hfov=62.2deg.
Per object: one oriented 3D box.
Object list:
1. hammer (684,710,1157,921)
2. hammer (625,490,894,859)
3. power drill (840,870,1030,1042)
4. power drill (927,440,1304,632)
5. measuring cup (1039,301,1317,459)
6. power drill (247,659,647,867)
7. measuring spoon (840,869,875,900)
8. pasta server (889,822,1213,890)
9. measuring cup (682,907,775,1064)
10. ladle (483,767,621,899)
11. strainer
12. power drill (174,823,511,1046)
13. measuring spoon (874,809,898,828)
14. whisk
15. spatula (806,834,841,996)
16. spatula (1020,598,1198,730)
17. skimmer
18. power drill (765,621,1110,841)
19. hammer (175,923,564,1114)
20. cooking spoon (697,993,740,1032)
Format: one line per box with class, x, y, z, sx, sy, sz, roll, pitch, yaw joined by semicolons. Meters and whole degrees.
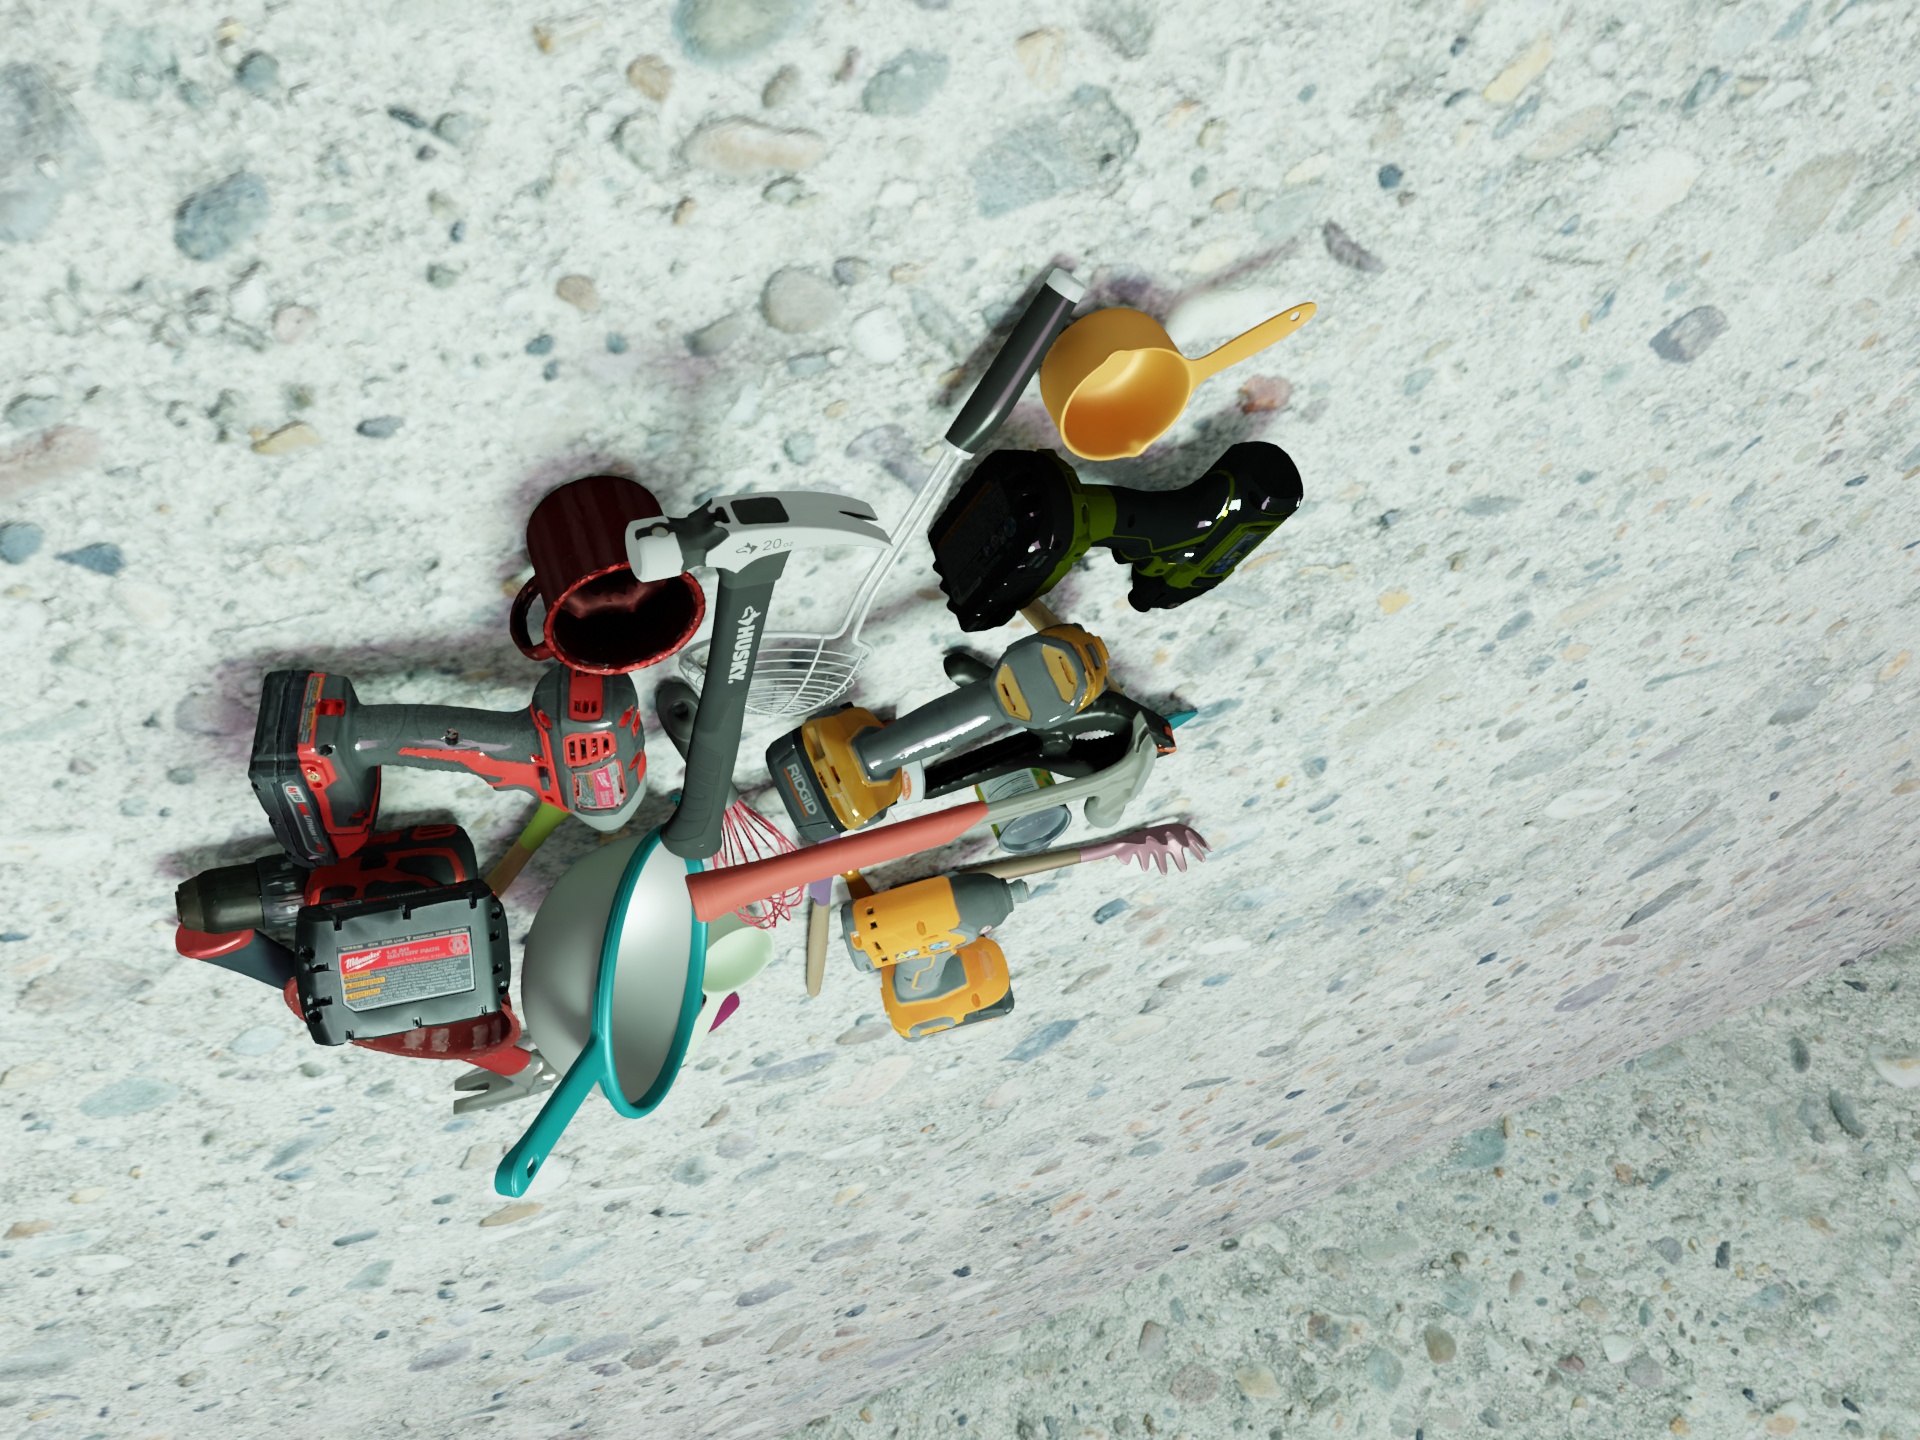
hammer;-0.027;0.081;1.192;0.359;0.037;0.149;-15;155;-14
hammer;-0.139;-0.014;0.964;0.146;0.035;0.334;-14;149;-25
power drill;-0.010;0.208;1.441;0.164;0.084;0.226;-16;149;-1
power drill;0.100;-0.119;1.074;0.223;0.080;0.171;-6;156;-32
measuring cup;0.129;-0.227;0.971;0.173;0.052;0.095;-27;147;-1
power drill;-0.303;0.028;0.973;0.219;0.079;0.143;-3;143;-7
measuring spoon;-0.087;0.154;1.400;0.021;0.011;0.116;-23;147;-3
pasta server;0.086;0.136;1.465;0.316;0.040;0.060;-9;152;-21
measuring cup;-0.218;0.227;1.364;0.083;0.038;0.167;2;127;-43
ladle;-0.326;0.110;1.143;0.078;0.062;0.320;35;125;-14
strainer;-0.270;0.202;1.093;0.095;0.340;0.210;5;115;10
power drill;-0.386;0.124;0.997;0.188;0.227;0.080;-7;104;-26
measuring spoon;-0.060;0.090;1.321;0.034;0.018;0.124;-23;148;-3
whisk;-0.172;0.069;1.187;0.073;0.073;0.295;-22;141;-5
spatula;-0.122;0.169;1.378;0.018;0.060;0.315;23;146;8
spatula;0.105;-0.037;1.251;0.082;0.044;0.317;-33;142;12
skimmer;-0.050;-0.138;0.999;0.127;0.090;0.363;9;124;-48
power drill;-0.002;-0.004;1.098;0.226;0.084;0.185;-24;-178;16
hammer;-0.455;0.231;1.234;0.143;0.038;0.385;-20;147;17
cooking spoon;-0.272;0.249;1.346;0.069;0.017;0.318;-44;159;7
